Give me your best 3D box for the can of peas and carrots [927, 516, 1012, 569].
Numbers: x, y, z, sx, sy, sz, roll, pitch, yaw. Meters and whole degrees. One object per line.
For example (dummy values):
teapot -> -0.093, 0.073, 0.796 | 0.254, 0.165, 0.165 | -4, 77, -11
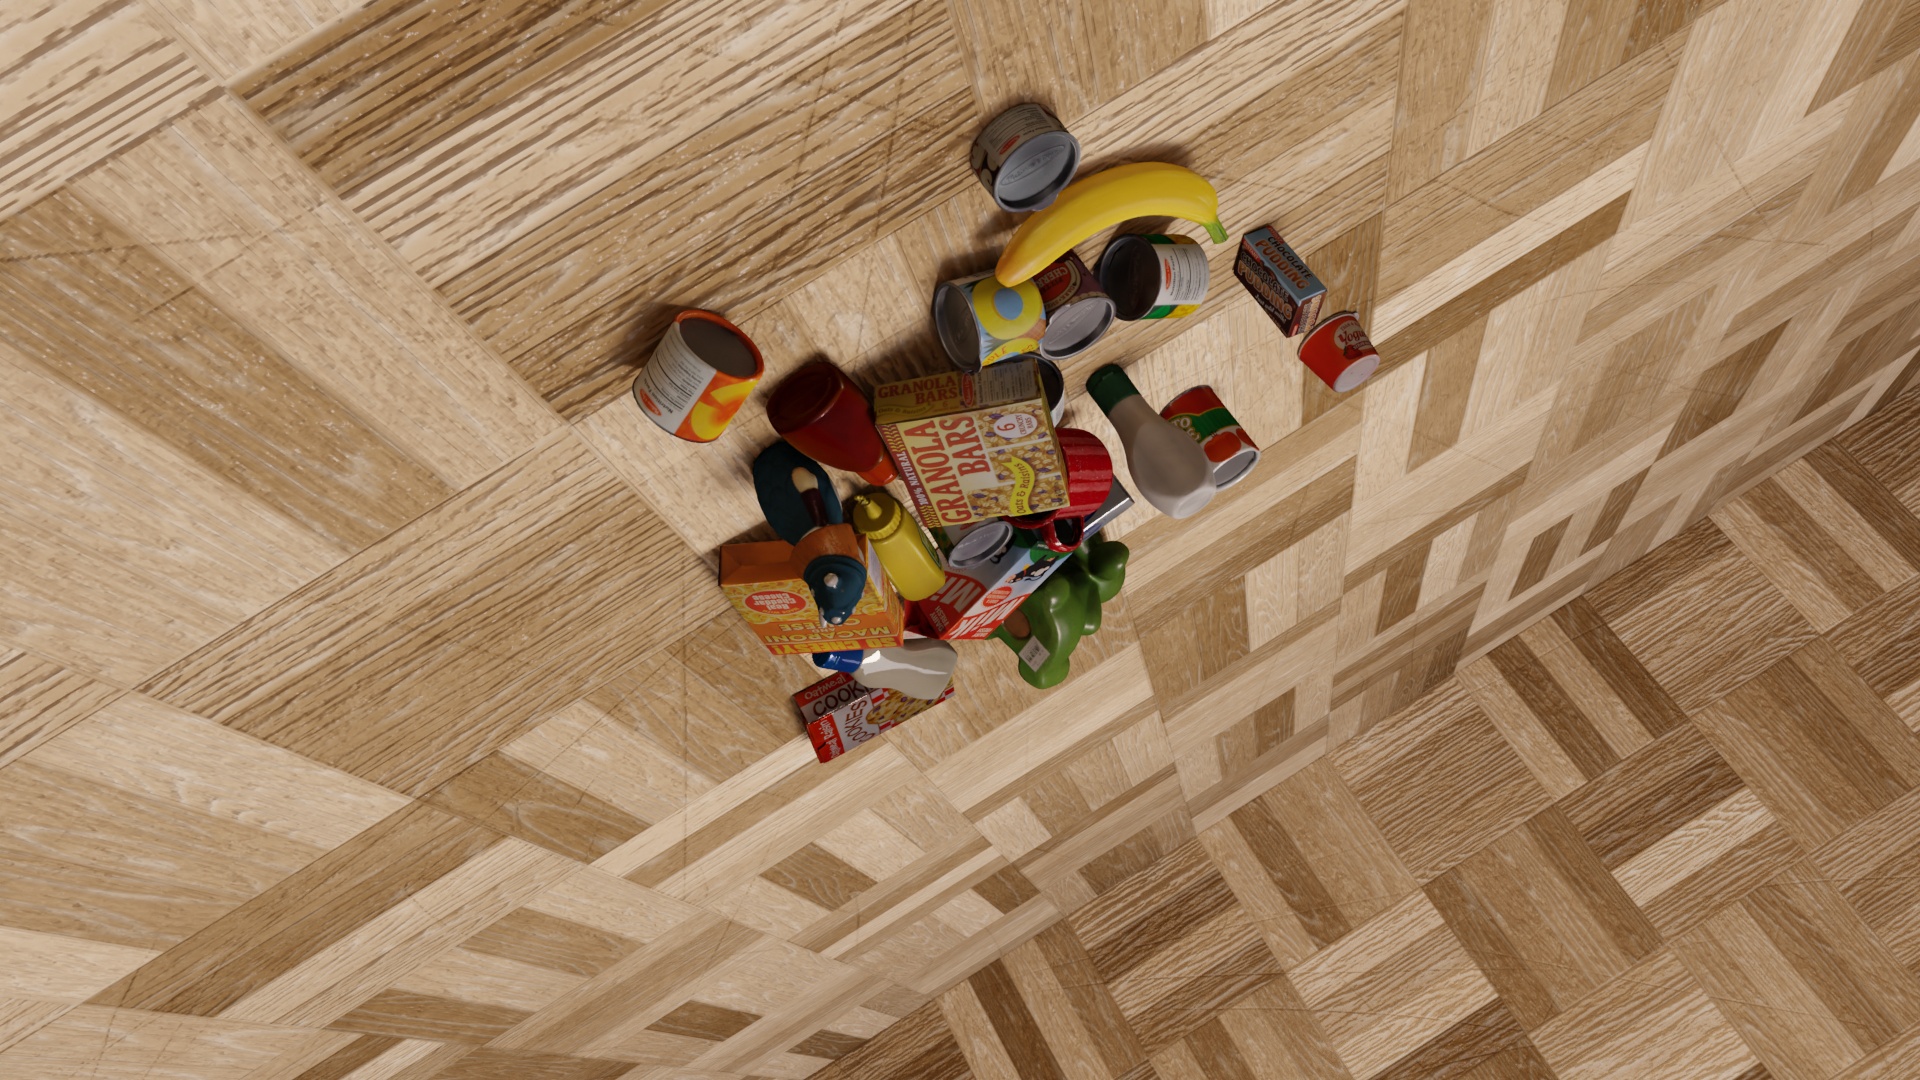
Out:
can of peas and carrots -> 0.004, -0.016, 1.248 | 0.071, 0.059, 0.070 | -25, 154, -13

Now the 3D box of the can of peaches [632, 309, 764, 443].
can of peaches -> -0.167, -0.106, 0.894 | 0.071, 0.071, 0.057 | 0, 138, -48

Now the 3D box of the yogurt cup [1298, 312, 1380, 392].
yogurt cup -> 0.377, -0.183, 1.374 | 0.072, 0.054, 0.072 | -25, 153, -13

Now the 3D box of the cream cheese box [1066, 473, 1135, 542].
cream cheese box -> 0.113, -0.028, 1.352 | 0.103, 0.053, 0.024 | -36, 156, 8

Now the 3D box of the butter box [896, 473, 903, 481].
butter box -> -0.018, -0.068, 1.172 | 0.053, 0.024, 0.103 | -41, 153, 19

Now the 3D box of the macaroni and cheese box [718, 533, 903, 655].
macaroni and cheese box -> -0.122, 0.049, 1.187 | 0.124, 0.040, 0.166 | -5, 155, 7

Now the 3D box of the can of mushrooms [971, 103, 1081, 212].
can of mushrooms -> 0.043, -0.250, 0.912 | 0.071, 0.033, 0.070 | -26, 153, -14

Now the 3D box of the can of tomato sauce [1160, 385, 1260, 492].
can of tomato sauce -> 0.237, -0.096, 1.337 | 0.071, 0.083, 0.071 | -26, 153, -14

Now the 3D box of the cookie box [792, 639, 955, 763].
cookie box -> -0.089, 0.167, 1.484 | 0.168, 0.040, 0.122 | -27, 154, -11

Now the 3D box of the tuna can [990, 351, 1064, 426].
tuna can -> 0.048, -0.116, 1.117 | 0.071, 0.071, 0.032 | -28, 155, -8

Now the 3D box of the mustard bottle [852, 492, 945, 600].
mustard bottle -> -0.058, -0.002, 1.200 | 0.049, 0.065, 0.159 | -29, 150, 2

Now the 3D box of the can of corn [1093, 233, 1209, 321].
can of corn -> 0.148, -0.204, 1.074 | 0.058, 0.071, 0.070 | -10, 146, -39

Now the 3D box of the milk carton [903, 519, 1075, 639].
milk carton -> 0.018, 0.036, 1.336 | 0.072, 0.073, 0.189 | 4, 137, -51

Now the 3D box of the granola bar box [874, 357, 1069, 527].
granola bar box -> 0.013, -0.070, 1.079 | 0.124, 0.039, 0.165 | -9, 151, 8

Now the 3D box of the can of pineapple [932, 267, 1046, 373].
can of pineapple -> 0.021, -0.160, 1.004 | 0.058, 0.071, 0.070 | -20, 152, -23

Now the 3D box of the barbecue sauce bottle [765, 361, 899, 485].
barbecue sauce bottle -> -0.087, -0.081, 1.051 | 0.065, 0.044, 0.148 | -35, 155, 7

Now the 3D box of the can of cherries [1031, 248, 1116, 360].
can of cherries -> 0.073, -0.179, 1.040 | 0.071, 0.058, 0.071 | -25, 154, -13

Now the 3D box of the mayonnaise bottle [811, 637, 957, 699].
mayonnaise bottle -> -0.076, 0.118, 1.376 | 0.148, 0.041, 0.064 | 15, 110, -36

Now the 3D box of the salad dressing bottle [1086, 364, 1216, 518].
salad dressing bottle -> 0.161, -0.087, 1.194 | 0.064, 0.148, 0.044 | -30, 155, -3

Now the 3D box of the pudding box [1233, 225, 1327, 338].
pudding box -> 0.266, -0.216, 1.159 | 0.030, 0.084, 0.049 | -24, 153, -16
